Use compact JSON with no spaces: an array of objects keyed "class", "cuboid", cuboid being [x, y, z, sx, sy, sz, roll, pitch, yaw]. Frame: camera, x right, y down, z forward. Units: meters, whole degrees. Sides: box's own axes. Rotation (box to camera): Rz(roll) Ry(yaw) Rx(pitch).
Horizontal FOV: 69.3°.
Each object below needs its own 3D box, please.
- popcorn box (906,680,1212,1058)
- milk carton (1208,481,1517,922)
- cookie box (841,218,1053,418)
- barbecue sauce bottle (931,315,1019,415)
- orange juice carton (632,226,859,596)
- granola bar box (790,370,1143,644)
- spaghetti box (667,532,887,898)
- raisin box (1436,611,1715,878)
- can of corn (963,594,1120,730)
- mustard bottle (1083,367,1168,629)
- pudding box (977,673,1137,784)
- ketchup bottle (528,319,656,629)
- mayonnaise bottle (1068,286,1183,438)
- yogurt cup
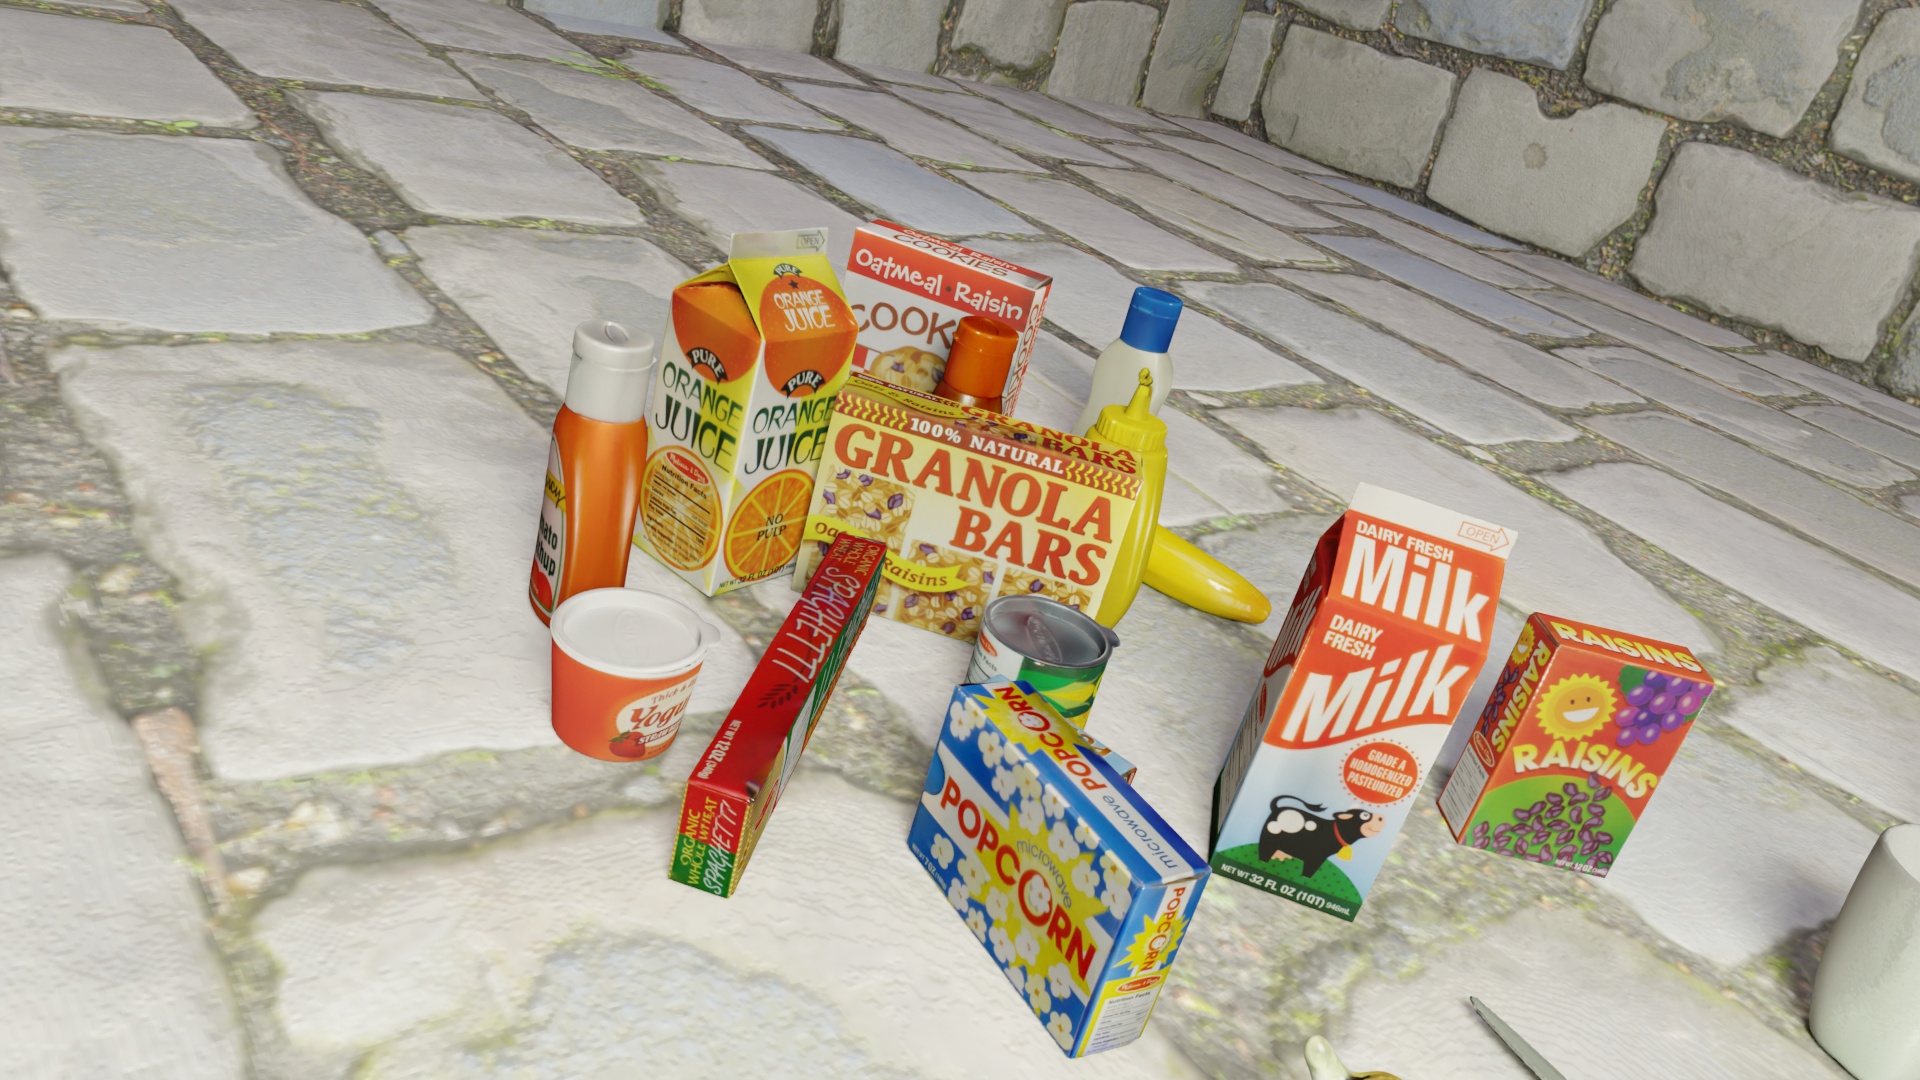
[{"class":"popcorn box","cuboid":[0.034,0.124,0.546,0.038,0.084,0.127,-3,31,-35]},{"class":"milk carton","cuboid":[0.177,0.068,0.625,0.072,0.189,0.074,18,25,5]},{"class":"cookie box","cuboid":[-0.024,-0.107,0.895,0.123,0.166,0.040,21,25,11]},{"class":"barbecue sauce bottle","cuboid":[-0.002,-0.059,0.830,0.044,0.147,0.065,10,25,-13]},{"class":"orange juice carton","cuboid":[-0.114,-0.074,0.741,0.073,0.191,0.072,31,28,29]},{"class":"granola bar box","cuboid":[0.003,-0.010,0.759,0.166,0.123,0.039,17,24,1]},{"class":"spaghetti box","cuboid":[-0.076,0.067,0.642,0.029,0.050,0.251,17,25,2]},{"class":"raisin box","cuboid":[0.311,0.105,0.708,0.086,0.122,0.040,14,25,-5]},{"class":"can of corn","cuboid":[0.039,0.069,0.696,0.071,0.058,0.071,13,25,-6]},{"class":"mustard bottle","cuboid":[0.088,-0.026,0.800,0.065,0.159,0.049,20,25,8]},{"class":"pudding box","cuboid":[0.033,0.103,0.631,0.084,0.049,0.030,31,29,30]},{"class":"ketchup bottle","cuboid":[-0.176,-0.031,0.667,0.043,0.148,0.065,1,29,-30]},{"class":"mayonnaise bottle","cuboid":[0.122,-0.108,1.007,0.065,0.147,0.041,28,27,24]},{"class":"yogurt cup","cuboid":[-0.148,0.060,0.609,0.072,0.053,0.073,13,25,-6]}]
